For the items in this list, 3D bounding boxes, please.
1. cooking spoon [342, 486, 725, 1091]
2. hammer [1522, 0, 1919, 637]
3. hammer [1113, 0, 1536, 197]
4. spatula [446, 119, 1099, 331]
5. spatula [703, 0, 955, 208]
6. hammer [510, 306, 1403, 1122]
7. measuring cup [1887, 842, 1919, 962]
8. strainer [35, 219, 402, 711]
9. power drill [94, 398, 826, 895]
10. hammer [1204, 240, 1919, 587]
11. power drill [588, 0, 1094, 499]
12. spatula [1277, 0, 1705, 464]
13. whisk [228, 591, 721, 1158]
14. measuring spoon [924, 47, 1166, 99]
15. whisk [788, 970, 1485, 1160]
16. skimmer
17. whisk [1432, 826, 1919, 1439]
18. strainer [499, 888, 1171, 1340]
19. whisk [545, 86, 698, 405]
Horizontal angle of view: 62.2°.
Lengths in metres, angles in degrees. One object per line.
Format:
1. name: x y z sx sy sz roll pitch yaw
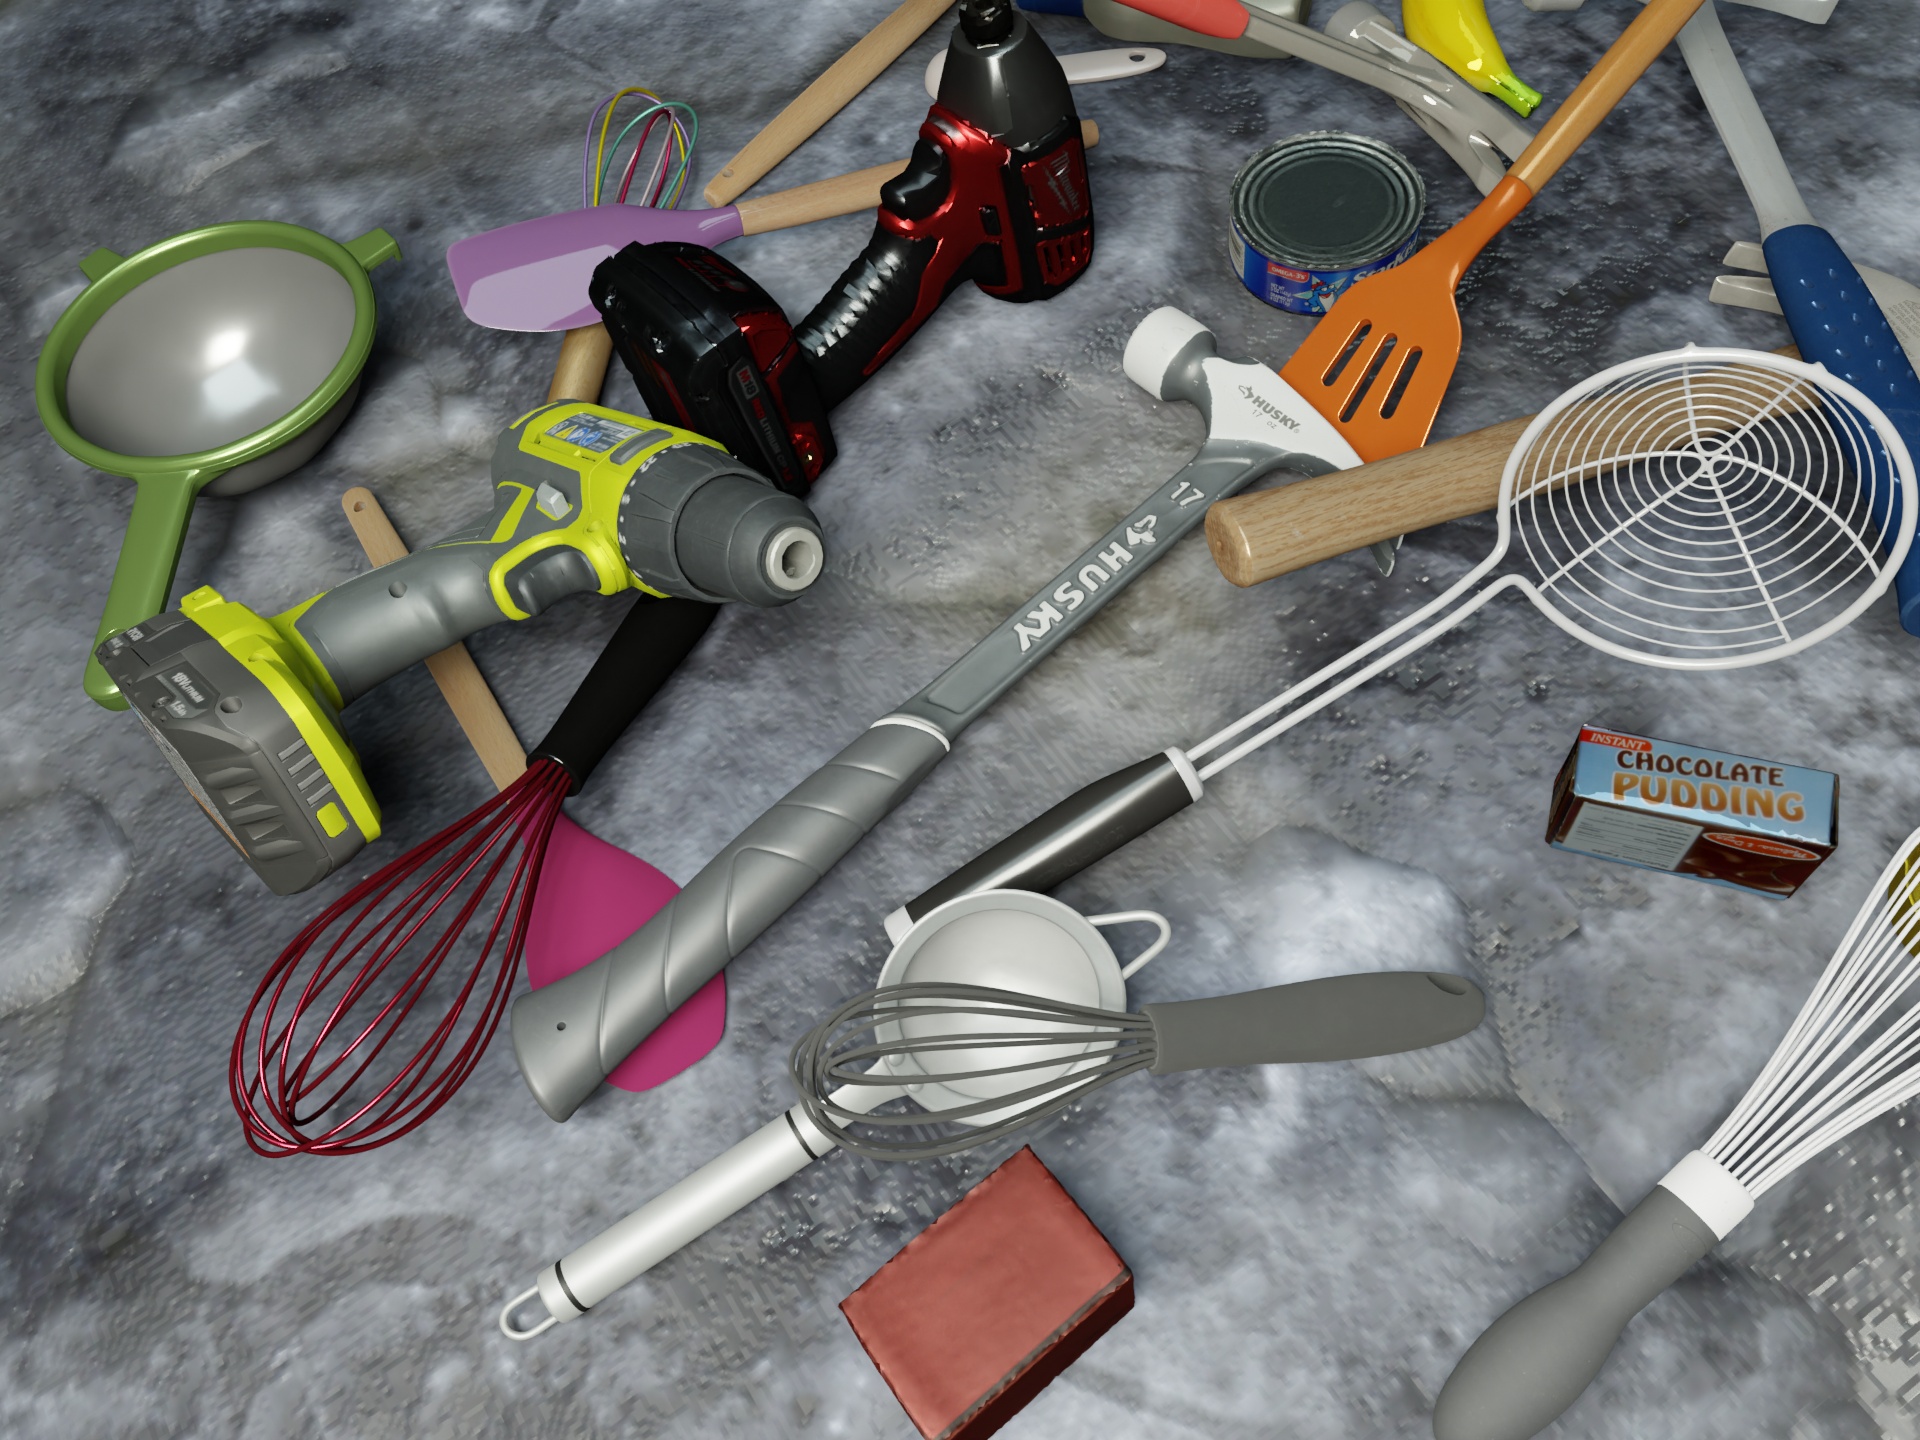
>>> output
1. cooking spoon: -0.186 0.012 0.640 0.069 0.017 0.319 -32 62 -11
2. hammer: 0.341 -0.202 0.643 0.144 0.035 0.406 0 55 0
3. hammer: 0.076 -0.303 0.657 0.358 0.036 0.149 6 41 -30
4. spatula: -0.079 -0.239 0.746 0.316 0.018 0.060 -19 76 -13
5. spatula: -0.026 -0.376 0.828 0.082 0.044 0.317 34 71 20
6. hammer: -0.001 -0.002 0.604 0.409 0.036 0.149 -42 67 -17
7. measuring cup: 0.370 0.027 0.551 0.062 0.029 0.156 28 65 22
8. strainer: -0.329 -0.106 0.699 0.151 0.069 0.257 -3 60 3
9. power drill: -0.175 -0.039 0.585 0.228 0.080 0.191 -36 37 -25
10. hammer: 0.249 -0.113 0.621 0.331 0.031 0.130 -17 56 -12
11. power drill: -0.037 -0.198 0.671 0.219 0.143 0.079 -40 61 -12
12. spatula: 0.247 -0.233 0.662 0.081 0.041 0.322 39 86 30
13. whisk: -0.159 0.034 0.582 0.073 0.073 0.296 15 49 16
14. measuring spoon: 0.043 -0.336 0.810 0.124 0.018 0.034 -4 60 5
15. whisk: 0.063 0.103 0.510 0.239 0.055 0.055 -4 58 -15
16. skimmer: 0.138 -0.002 0.545 0.363 0.127 0.090 -31 26 1
17. whisk: 0.247 0.120 0.479 0.284 0.070 0.070 -43 63 -2
18. strainer: -0.045 0.132 0.539 0.258 0.050 0.086 -32 105 -5
19. whisk: -0.165 -0.203 0.752 0.051 0.047 0.245 4 65 9
